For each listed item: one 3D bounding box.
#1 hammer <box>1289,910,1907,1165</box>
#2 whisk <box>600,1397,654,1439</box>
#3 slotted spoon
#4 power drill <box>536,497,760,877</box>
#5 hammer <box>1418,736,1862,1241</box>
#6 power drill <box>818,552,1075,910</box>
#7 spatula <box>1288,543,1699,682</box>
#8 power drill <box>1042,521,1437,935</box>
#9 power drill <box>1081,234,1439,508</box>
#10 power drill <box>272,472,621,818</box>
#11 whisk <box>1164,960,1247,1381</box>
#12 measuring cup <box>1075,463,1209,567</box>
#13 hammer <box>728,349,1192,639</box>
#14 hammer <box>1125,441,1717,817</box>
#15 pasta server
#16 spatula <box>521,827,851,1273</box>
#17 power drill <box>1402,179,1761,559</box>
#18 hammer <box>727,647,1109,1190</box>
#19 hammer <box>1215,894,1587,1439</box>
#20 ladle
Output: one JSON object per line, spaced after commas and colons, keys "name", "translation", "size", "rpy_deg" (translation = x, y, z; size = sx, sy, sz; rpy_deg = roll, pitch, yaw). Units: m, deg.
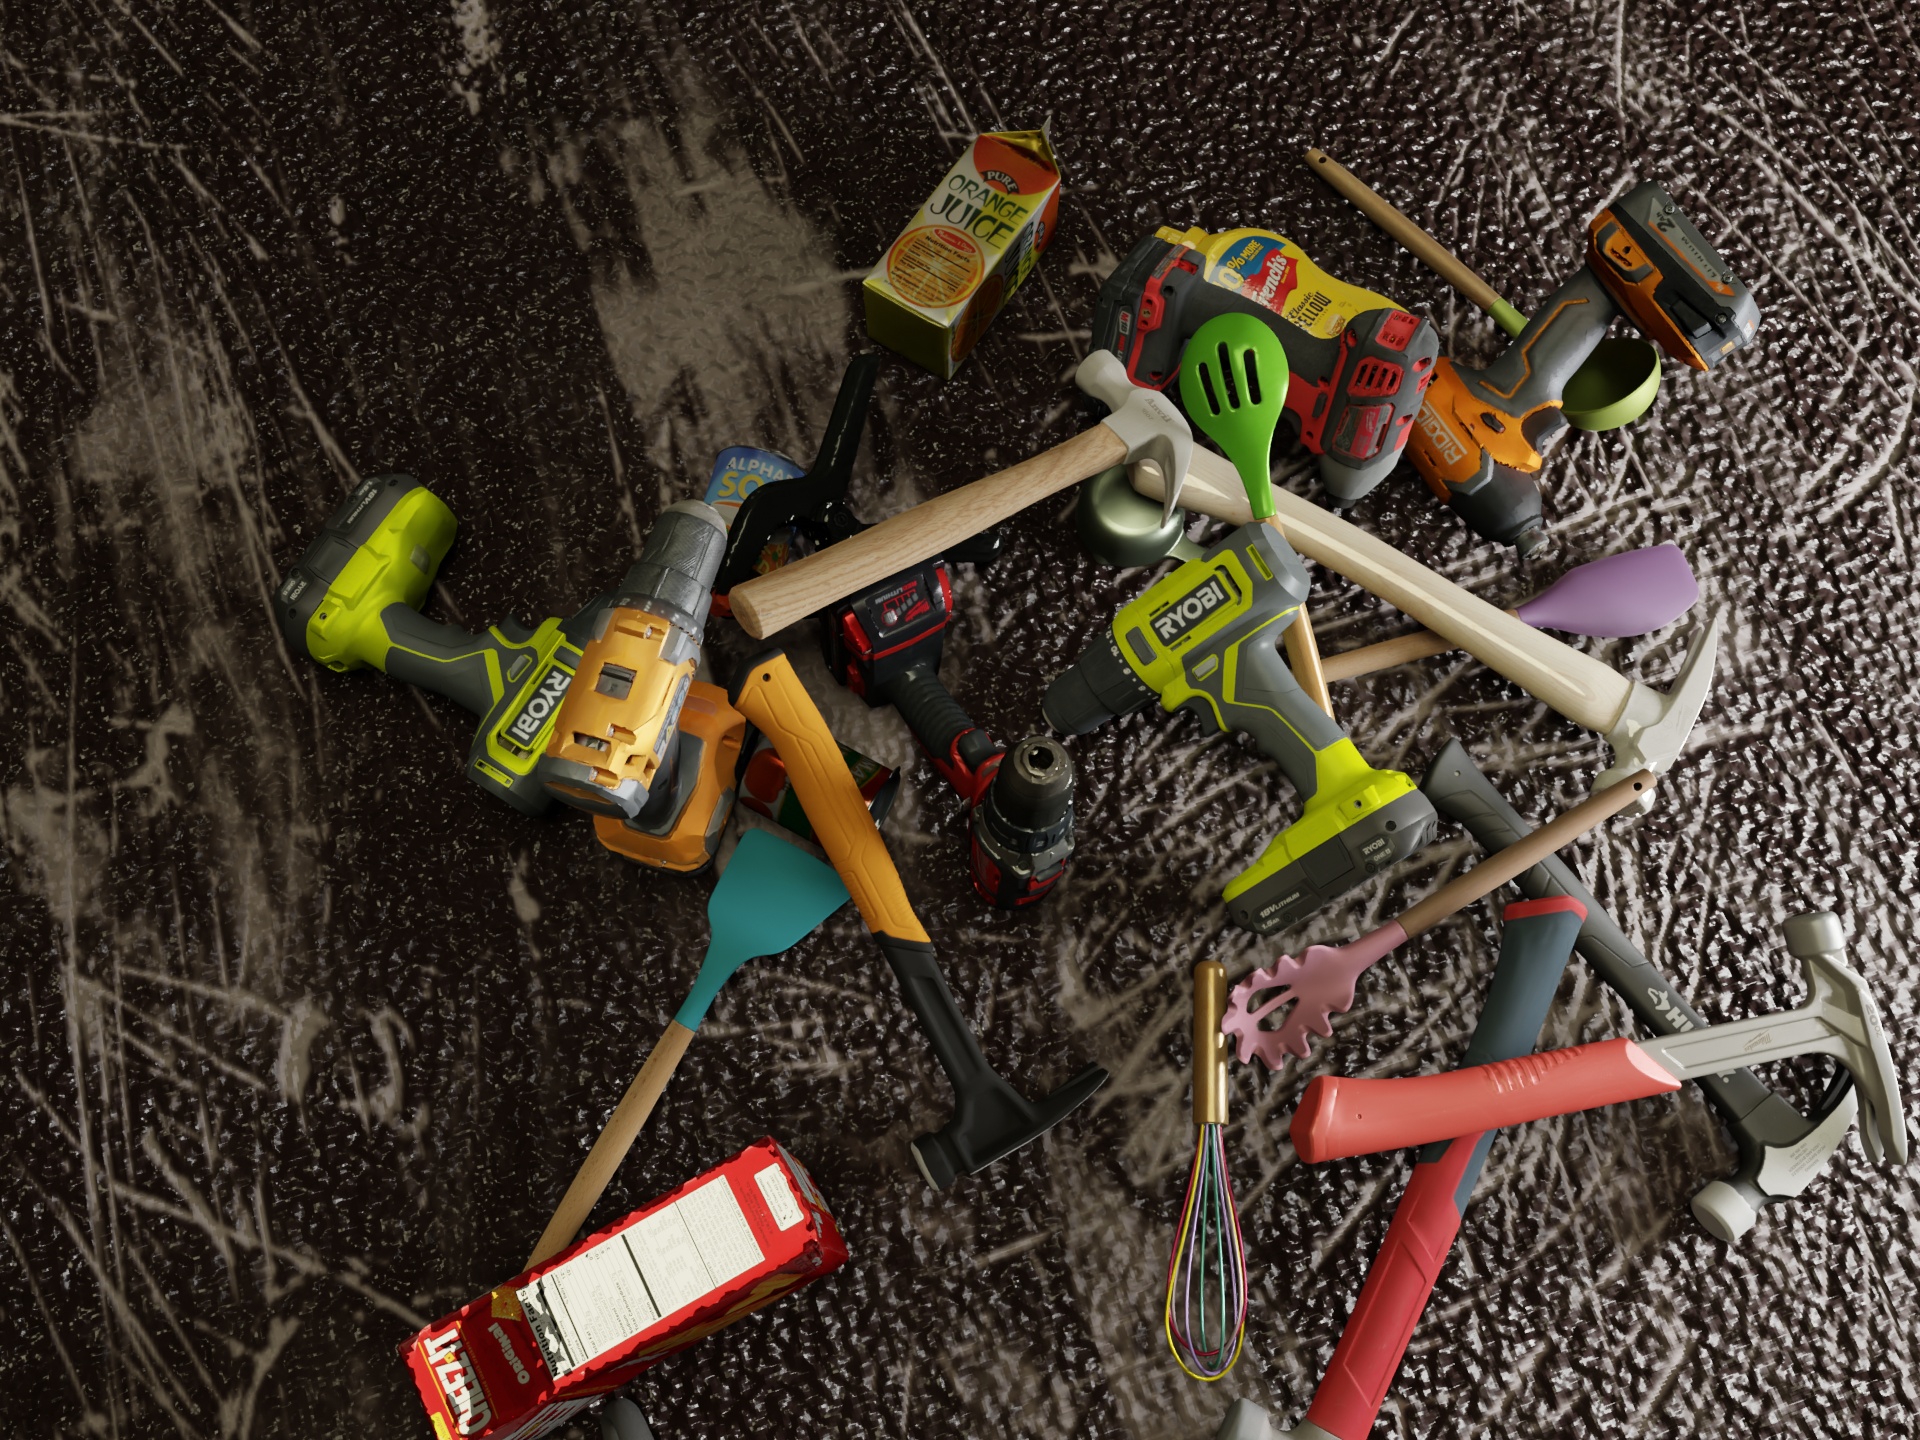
{"name": "hammer", "translation": [0.366, 0.214, 0.916], "size": [0.359, 0.036, 0.149], "rpy_deg": [-9, 80, -9]}
{"name": "whisk", "translation": [-0.138, 0.514, 0.863], "size": [0.073, 0.073, 0.296], "rpy_deg": [-24, 67, -8]}
{"name": "slotted spoon", "translation": [0.206, -0.107, 1.027], "size": [0.070, 0.031, 0.313], "rpy_deg": [-13, 99, 23]}
{"name": "power drill", "translation": [-0.176, -0.012, 0.955], "size": [0.084, 0.226, 0.185], "rpy_deg": [16, 72, 5]}
{"name": "hammer", "translation": [0.415, 0.144, 1.001], "size": [0.146, 0.035, 0.335], "rpy_deg": [-36, 74, -11]}
{"name": "power drill", "translation": [-0.002, -0.003, 0.976], "size": [0.080, 0.187, 0.227], "rpy_deg": [-27, 69, -15]}
{"name": "spatula", "translation": [0.354, -0.060, 1.081], "size": [0.316, 0.018, 0.060], "rpy_deg": [-14, 73, -6]}
{"name": "power drill", "translation": [0.171, 0.016, 1.002], "size": [0.190, 0.080, 0.229], "rpy_deg": [-37, 76, 24]}
{"name": "power drill", "translation": [0.200, -0.232, 1.078], "size": [0.220, 0.143, 0.079], "rpy_deg": [23, 49, 15]}
{"name": "power drill", "translation": [-0.315, -0.061, 1.040], "size": [0.223, 0.080, 0.171], "rpy_deg": [30, 78, 14]}
{"name": "whisk", "translation": [0.148, 0.265, 0.956], "size": [0.047, 0.051, 0.245], "rpy_deg": [1, 68, 6]}
{"name": "measuring cup", "translation": [0.156, -0.125, 1.092], "size": [0.168, 0.038, 0.083], "rpy_deg": [32, 74, 13]}
{"name": "hammer", "translation": [0.009, -0.128, 0.977], "size": [0.331, 0.031, 0.130], "rpy_deg": [-29, 63, -25]}
{"name": "hammer", "translation": [0.299, -0.099, 1.060], "size": [0.410, 0.038, 0.146], "rpy_deg": [30, 74, 5]}
{"name": "pasta server", "translation": [0.298, 0.116, 0.983], "size": [0.316, 0.040, 0.060], "rpy_deg": [-31, 88, -2]}
{"name": "spatula", "translation": [-0.181, 0.214, 0.986], "size": [0.082, 0.044, 0.317], "rpy_deg": [29, 78, 9]}
{"name": "power drill", "translation": [0.408, -0.225, 1.062], "size": [0.226, 0.084, 0.164], "rpy_deg": [-39, 71, 26]}
{"name": "hammer", "translation": [-0.038, 0.107, 0.953], "size": [0.127, 0.034, 0.337], "rpy_deg": [-28, 95, -10]}
{"name": "hammer", "translation": [0.295, 0.284, 0.934], "size": [0.143, 0.038, 0.386], "rpy_deg": [27, 78, 8]}
{"name": "ladle", "translation": [0.369, -0.324, 1.154], "size": [0.078, 0.062, 0.320], "rpy_deg": [-42, 73, -4]}
